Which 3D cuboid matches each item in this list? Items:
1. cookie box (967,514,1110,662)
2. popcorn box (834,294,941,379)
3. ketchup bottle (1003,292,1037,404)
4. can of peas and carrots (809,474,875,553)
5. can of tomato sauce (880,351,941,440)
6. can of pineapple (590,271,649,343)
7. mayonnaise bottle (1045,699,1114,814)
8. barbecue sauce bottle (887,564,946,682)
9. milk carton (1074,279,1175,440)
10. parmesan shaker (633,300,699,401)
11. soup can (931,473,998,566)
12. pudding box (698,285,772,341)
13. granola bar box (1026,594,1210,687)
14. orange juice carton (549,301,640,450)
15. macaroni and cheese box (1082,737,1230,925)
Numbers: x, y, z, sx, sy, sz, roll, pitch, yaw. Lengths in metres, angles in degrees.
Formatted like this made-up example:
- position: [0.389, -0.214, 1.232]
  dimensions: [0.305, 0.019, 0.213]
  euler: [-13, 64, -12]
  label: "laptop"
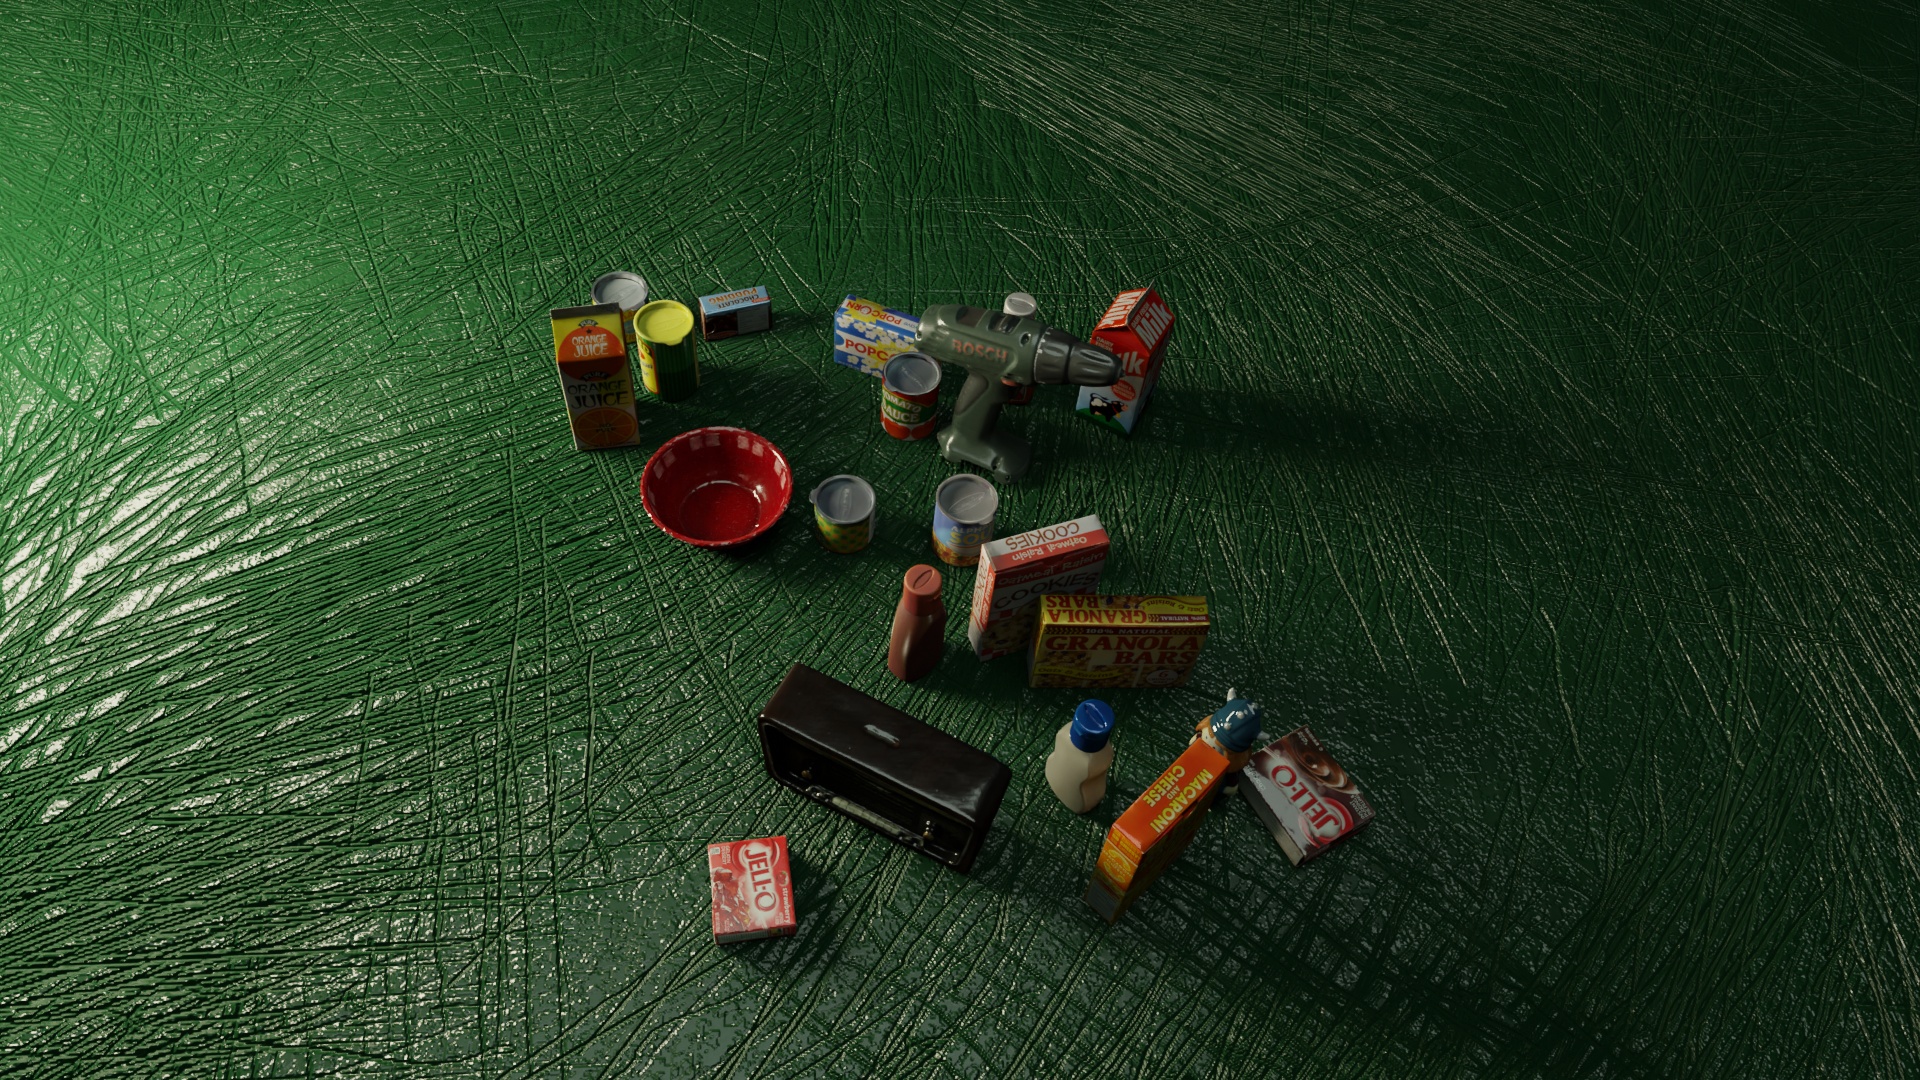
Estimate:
- position: [0.077, 0.050, 1.401]
  dimensions: [0.123, 0.166, 0.040]
  euler: [-15, 57, -16]
  label: "cookie box"
- position: [-0.084, -0.231, 1.639]
  dimensions: [0.127, 0.084, 0.038]
  euler: [20, 55, 9]
  label: "popcorn box"
- position: [0.062, -0.223, 1.610]
  dimensions: [0.065, 0.148, 0.044]
  euler: [16, 54, 6]
  label: "ketchup bottle"
- position: [-0.128, -0.028, 1.504]
  dimensions: [0.071, 0.058, 0.071]
  euler: [3, 54, -4]
  label: "can of peas and carrots"
- position: [-0.059, -0.164, 1.595]
  dimensions: [0.071, 0.082, 0.071]
  euler: [3, 54, -4]
  label: "can of tomato sauce"
- position: [-0.403, -0.276, 1.657]
  dimensions: [0.071, 0.057, 0.071]
  euler: [3, 54, -4]
  label: "can of pineapple"
- position: [0.116, 0.201, 1.308]
  dimensions: [0.041, 0.147, 0.065]
  euler: [-28, 62, -23]
  label: "mayonnaise bottle"
- position: [-0.041, 0.080, 1.379]
  dimensions: [0.044, 0.147, 0.065]
  euler: [35, 58, 18]
  label: "barbecue sauce bottle"
- position: [0.190, -0.211, 1.588]
  dimensions: [0.073, 0.189, 0.073]
  euler: [27, 56, 13]
  label: "milk carton"
- position: [-0.334, -0.213, 1.590]
  dimensions: [0.071, 0.102, 0.071]
  euler: [3, 54, -4]
  label: "parmesan shaker"
- position: [0.005, -0.019, 1.495]
  dimensions: [0.071, 0.083, 0.072]
  euler: [3, 54, -4]
  label: "soup can"
- position: [-0.271, -0.274, 1.673]
  dimensions: [0.084, 0.049, 0.030]
  euler: [-15, 57, -16]
  label: "pudding box"
- position: [0.156, 0.103, 1.397]
  dimensions: [0.166, 0.123, 0.039]
  euler: [0, 54, -5]
  label: "granola bar box"
- position: [-0.396, -0.187, 1.509]
  dimensions: [0.072, 0.191, 0.073]
  euler: [-7, 55, -11]
  label: "orange juice carton"
- position: [0.177, 0.265, 1.256]
  dimensions: [0.040, 0.165, 0.124]
  euler: [40, 60, 21]
  label: "macaroni and cheese box"
